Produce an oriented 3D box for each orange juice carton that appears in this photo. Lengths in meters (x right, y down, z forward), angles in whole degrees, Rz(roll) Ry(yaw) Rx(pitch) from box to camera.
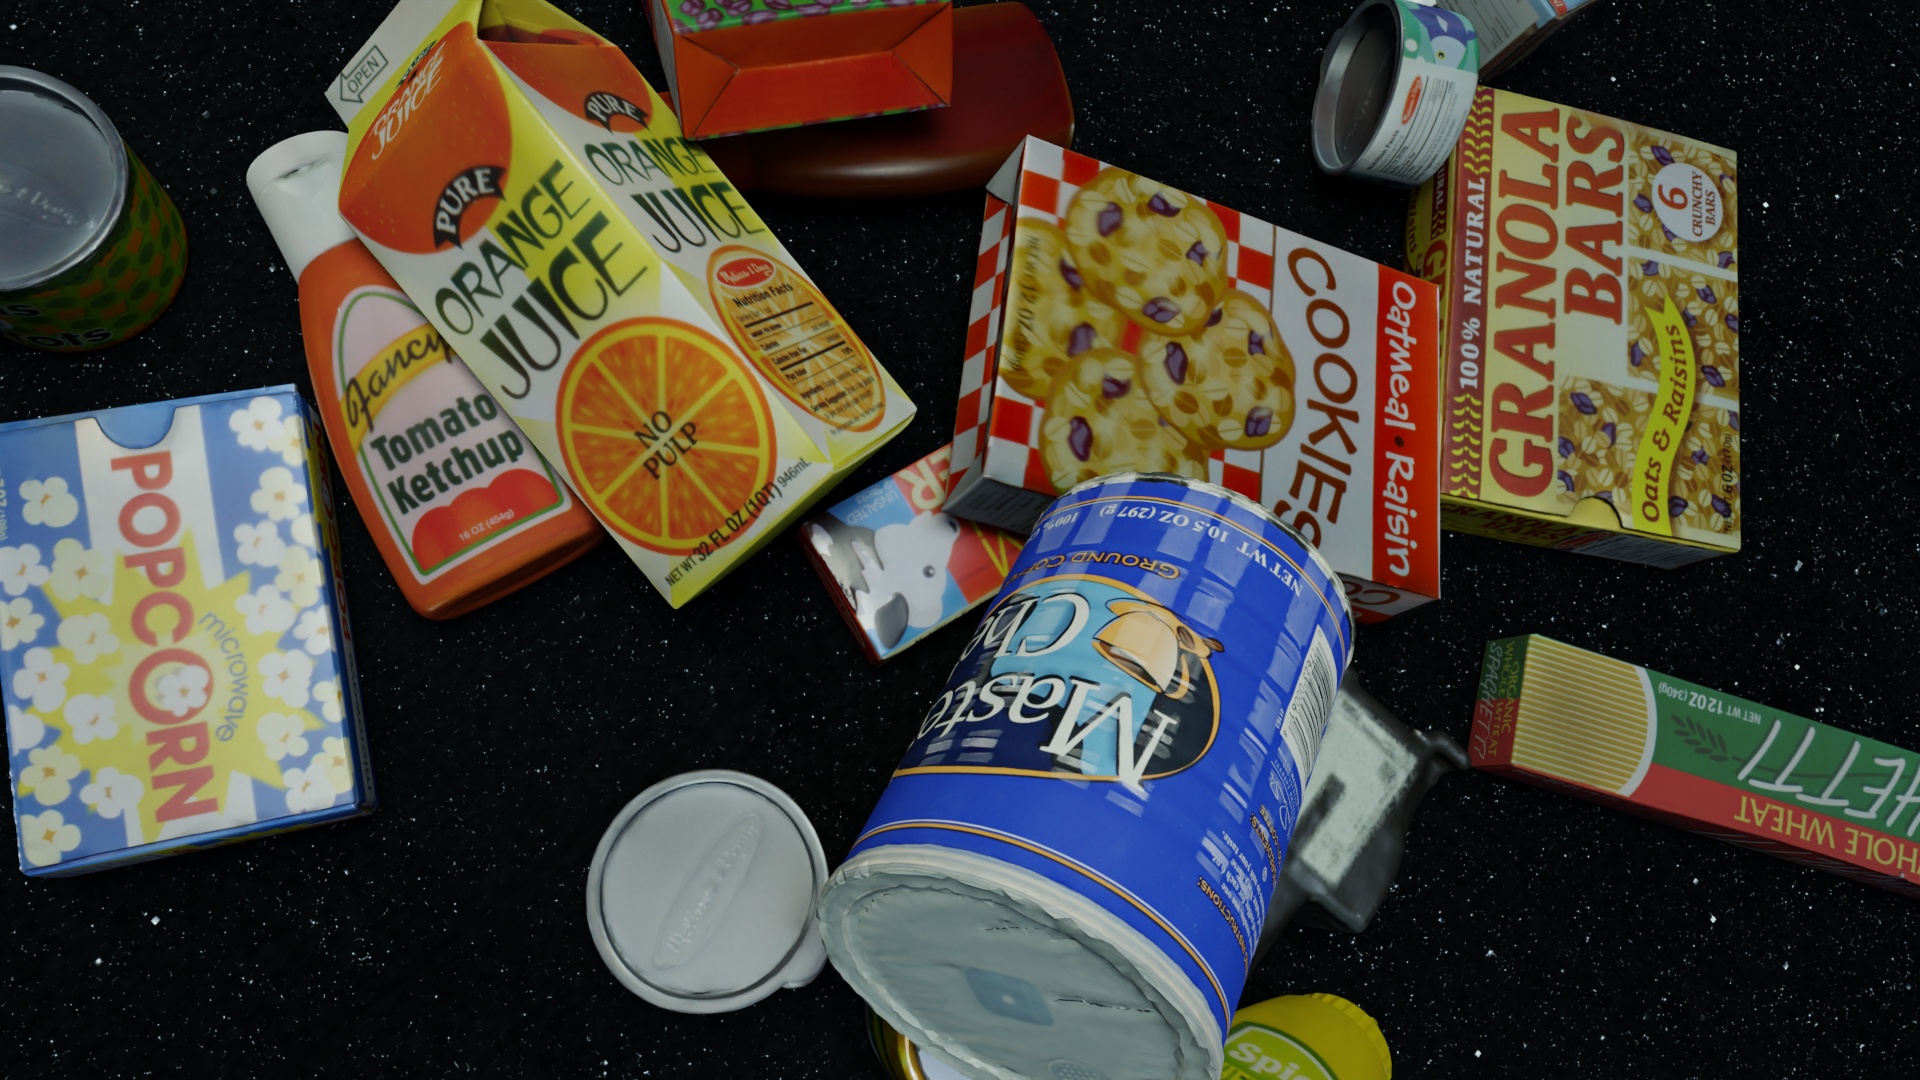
[{"bbox_3d":[-0.108,-0.083,0.415,0.071,0.073,0.192,-39,92,25],"label":"orange juice carton"}]

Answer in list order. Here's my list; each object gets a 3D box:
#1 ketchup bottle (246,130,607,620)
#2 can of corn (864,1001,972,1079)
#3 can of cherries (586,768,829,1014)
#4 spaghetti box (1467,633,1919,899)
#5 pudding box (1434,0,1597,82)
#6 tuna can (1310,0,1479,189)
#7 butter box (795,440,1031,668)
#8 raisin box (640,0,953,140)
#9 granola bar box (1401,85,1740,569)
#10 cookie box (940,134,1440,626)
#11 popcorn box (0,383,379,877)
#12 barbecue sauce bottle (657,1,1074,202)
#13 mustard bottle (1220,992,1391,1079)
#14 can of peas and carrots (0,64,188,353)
[{"bbox_3d":[-0.169,-0.053,0.428,0.065,0.043,0.149,-28,85,-10],"label":"ketchup bottle"},{"bbox_3d":[0.008,0.146,0.420,0.071,0.058,0.071,3,78,-12],"label":"can of corn"},{"bbox_3d":[-0.074,0.104,0.410,0.071,0.058,0.071,3,77,-13],"label":"can of cherries"},{"bbox_3d":[0.309,0.092,0.517,0.250,0.028,0.050,17,76,-9],"label":"spaghetti box"},{"bbox_3d":[0.207,-0.232,0.549,0.030,0.049,0.083,-32,87,-18],"label":"pudding box"},{"bbox_3d":[0.160,-0.167,0.518,0.033,0.071,0.071,9,77,-12],"label":"tuna can"},{"bbox_3d":[0.002,-0.006,0.468,0.104,0.024,0.053,-31,87,-17],"label":"butter box"},{"bbox_3d":[-0.060,-0.183,0.452,0.086,0.039,0.124,-13,50,-13],"label":"raisin box"},{"bbox_3d":[0.231,-0.081,0.529,0.124,0.039,0.166,10,76,-11],"label":"granola bar box"},{"bbox_3d":[0.084,-0.050,0.471,0.167,0.040,0.123,14,68,-18],"label":"cookie box"},{"bbox_3d":[-0.224,0.025,0.402,0.085,0.038,0.127,-10,81,-14],"label":"popcorn box"},{"bbox_3d":[-0.039,-0.144,0.477,0.149,0.043,0.065,-14,70,-15],"label":"barbecue sauce bottle"},{"bbox_3d":[0.091,0.171,0.414,0.065,0.048,0.161,37,28,28],"label":"mustard bottle"},{"bbox_3d":[-0.270,-0.092,0.404,0.071,0.058,0.071,2,79,-12],"label":"can of peas and carrots"}]
